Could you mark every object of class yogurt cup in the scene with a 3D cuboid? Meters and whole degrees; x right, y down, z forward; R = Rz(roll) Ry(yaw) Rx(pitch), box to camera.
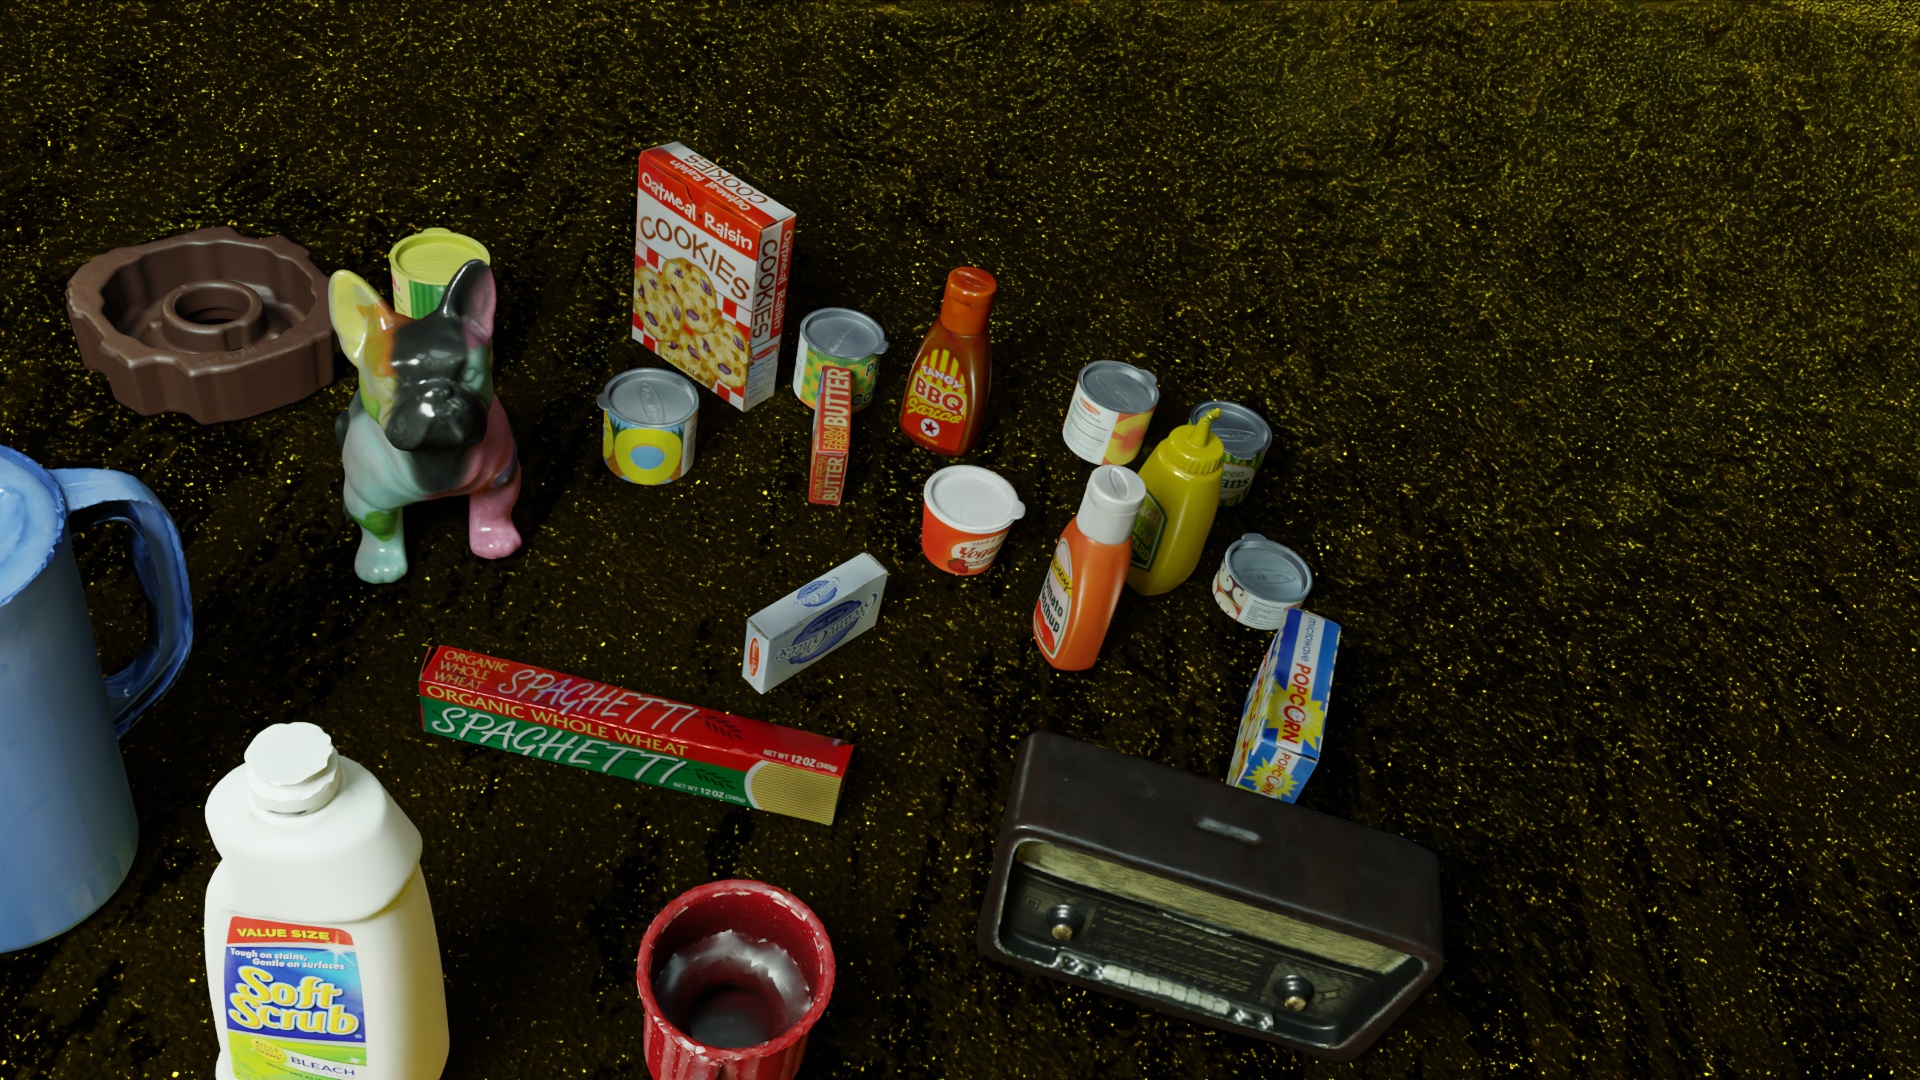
[{"bbox_3d":[0.004,-0.012,0.991,0.072,0.053,0.073,8,43,-7],"label":"yogurt cup"}]

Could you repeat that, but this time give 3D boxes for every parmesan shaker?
[{"bbox_3d":[-0.375,-0.164,1.010,0.071,0.102,0.072,8,43,-7],"label":"parmesan shaker"}]

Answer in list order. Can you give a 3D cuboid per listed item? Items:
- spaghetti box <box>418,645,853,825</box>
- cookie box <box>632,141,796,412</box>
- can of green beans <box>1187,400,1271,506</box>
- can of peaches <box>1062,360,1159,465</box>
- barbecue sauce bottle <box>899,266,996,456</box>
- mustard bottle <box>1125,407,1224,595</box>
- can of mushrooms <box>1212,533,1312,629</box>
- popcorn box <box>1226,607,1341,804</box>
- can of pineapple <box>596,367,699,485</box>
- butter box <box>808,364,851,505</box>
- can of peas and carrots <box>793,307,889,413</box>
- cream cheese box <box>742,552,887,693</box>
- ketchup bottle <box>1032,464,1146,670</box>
[{"bbox_3d":[-0.189,0.114,0.806,0.250,0.049,0.029,13,42,-2],"label":"spaghetti box"},{"bbox_3d":[-0.190,-0.198,1.050,0.123,0.166,0.040,34,46,20],"label":"cookie box"},{"bbox_3d":[0.207,-0.069,1.106,0.071,0.057,0.071,8,43,-7],"label":"can of green beans"},{"bbox_3d":[0.122,-0.102,1.118,0.071,0.057,0.071,8,43,-7],"label":"can of peaches"},{"bbox_3d":[-0.005,-0.136,1.050,0.065,0.147,0.044,27,44,13],"label":"barbecue sauce bottle"},{"bbox_3d":[0.150,-0.033,0.976,0.049,0.159,0.065,-15,50,-28],"label":"mustard bottle"},{"bbox_3d":[0.221,0.030,1.023,0.071,0.033,0.071,8,43,-7],"label":"can of mushrooms"},{"bbox_3d":[0.205,0.116,0.889,0.038,0.084,0.127,21,43,6],"label":"popcorn box"},{"bbox_3d":[-0.225,-0.082,0.998,0.071,0.057,0.071,8,43,-7],"label":"can of pineapple"},{"bbox_3d":[-0.097,-0.079,1.035,0.024,0.052,0.104,7,43,-9],"label":"butter box"},{"bbox_3d":[-0.094,-0.141,1.097,0.071,0.058,0.071,8,43,-7],"label":"can of peas and carrots"},{"bbox_3d":[-0.094,0.052,0.895,0.024,0.053,0.104,39,47,24],"label":"cream cheese box"},{"bbox_3d":[0.085,0.017,0.914,0.043,0.148,0.065,-1,44,-16],"label":"ketchup bottle"}]
